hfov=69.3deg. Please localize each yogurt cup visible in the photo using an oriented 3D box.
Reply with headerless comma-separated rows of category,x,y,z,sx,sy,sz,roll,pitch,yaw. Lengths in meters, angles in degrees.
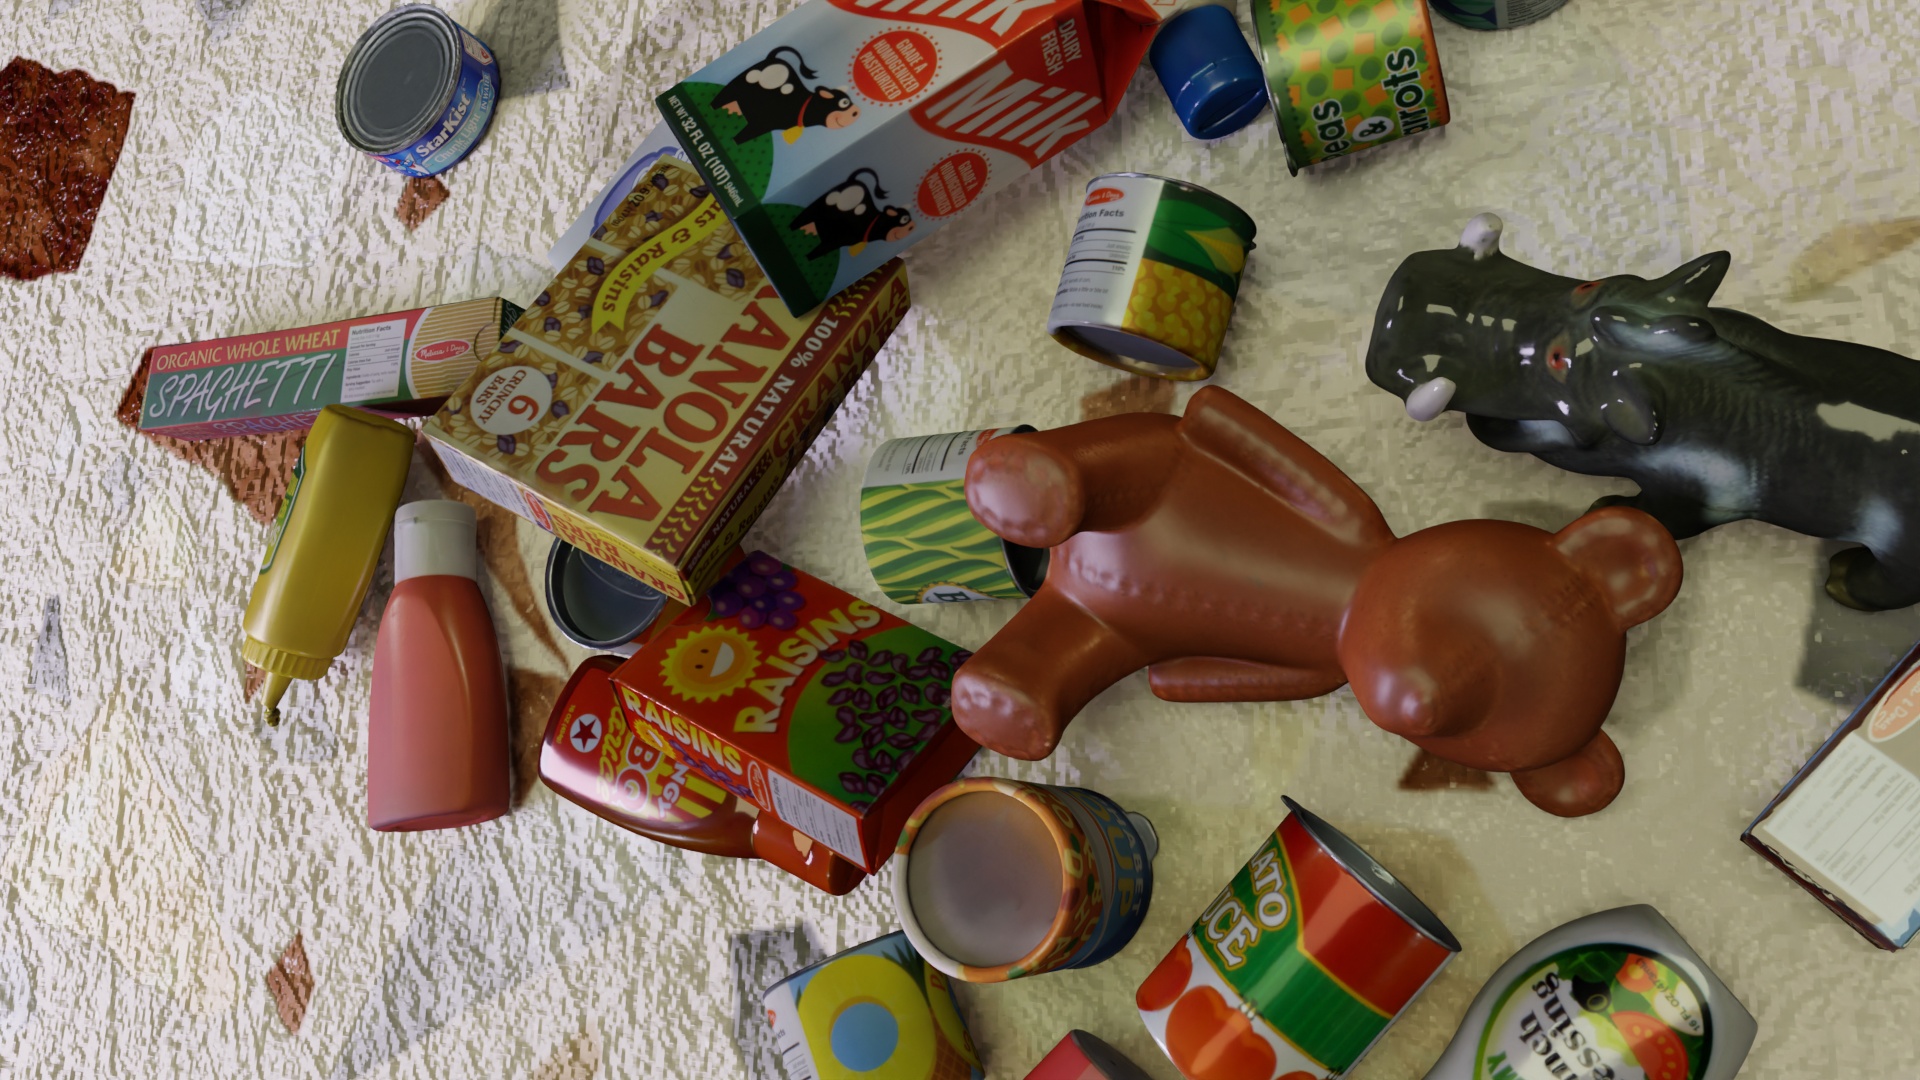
yogurt cup,0.043,0.203,0.465,0.072,0.072,0.054,36,86,27

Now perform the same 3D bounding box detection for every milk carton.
milk carton,-0.010,-0.177,0.536,0.191,0.073,0.072,-33,65,-2

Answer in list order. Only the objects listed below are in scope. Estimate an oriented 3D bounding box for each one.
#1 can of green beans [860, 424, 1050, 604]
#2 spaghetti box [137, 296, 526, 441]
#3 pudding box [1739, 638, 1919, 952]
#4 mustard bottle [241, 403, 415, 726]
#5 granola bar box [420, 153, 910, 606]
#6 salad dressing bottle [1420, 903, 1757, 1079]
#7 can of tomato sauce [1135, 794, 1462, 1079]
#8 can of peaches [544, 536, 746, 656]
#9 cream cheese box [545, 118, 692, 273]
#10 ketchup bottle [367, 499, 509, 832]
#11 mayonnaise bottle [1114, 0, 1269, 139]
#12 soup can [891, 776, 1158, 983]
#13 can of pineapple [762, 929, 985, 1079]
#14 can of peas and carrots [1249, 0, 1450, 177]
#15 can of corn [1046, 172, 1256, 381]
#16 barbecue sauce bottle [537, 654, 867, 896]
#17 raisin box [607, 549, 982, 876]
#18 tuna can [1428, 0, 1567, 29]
can of green beans,0.002,-0.009,0.532,0.058,0.071,0.071,-4,76,24
spaghetti box,-0.329,-0.086,0.722,0.250,0.028,0.050,-3,77,24
pudding box,0.278,0.073,0.407,0.050,0.030,0.083,42,97,28
mustard bottle,-0.311,0.015,0.671,0.065,0.049,0.160,20,90,63
granola bar box,-0.115,-0.071,0.568,0.124,0.039,0.166,26,66,15
salad dressing bottle,0.167,0.173,0.425,0.147,0.044,0.064,-42,63,10
can of tomato sauce,0.106,0.137,0.449,0.071,0.071,0.083,42,97,26
can of peaches,-0.130,0.015,0.591,0.071,0.058,0.071,-6,75,24
cream cheese box,-0.145,-0.153,0.657,0.103,0.024,0.053,-47,63,8
ketchup bottle,-0.241,0.056,0.639,0.064,0.043,0.149,-13,72,20
mayonnaise bottle,0.079,-0.231,0.565,0.064,0.041,0.148,-31,68,23
soup can,0.025,0.115,0.482,0.071,0.083,0.071,-6,75,23
can of pineapple,-0.029,0.179,0.502,0.071,0.071,0.058,-30,68,16
can of peas and carrots,0.143,-0.174,0.507,0.058,0.071,0.071,-13,73,21
can of corn,0.073,-0.097,0.523,0.071,0.071,0.058,15,85,27
barbecue sauce bottle,-0.102,0.098,0.566,0.148,0.043,0.065,19,85,27
raisin box,-0.059,0.061,0.534,0.123,0.039,0.086,23,50,27
tuna can,0.199,-0.227,0.513,0.071,0.033,0.071,-6,75,23
